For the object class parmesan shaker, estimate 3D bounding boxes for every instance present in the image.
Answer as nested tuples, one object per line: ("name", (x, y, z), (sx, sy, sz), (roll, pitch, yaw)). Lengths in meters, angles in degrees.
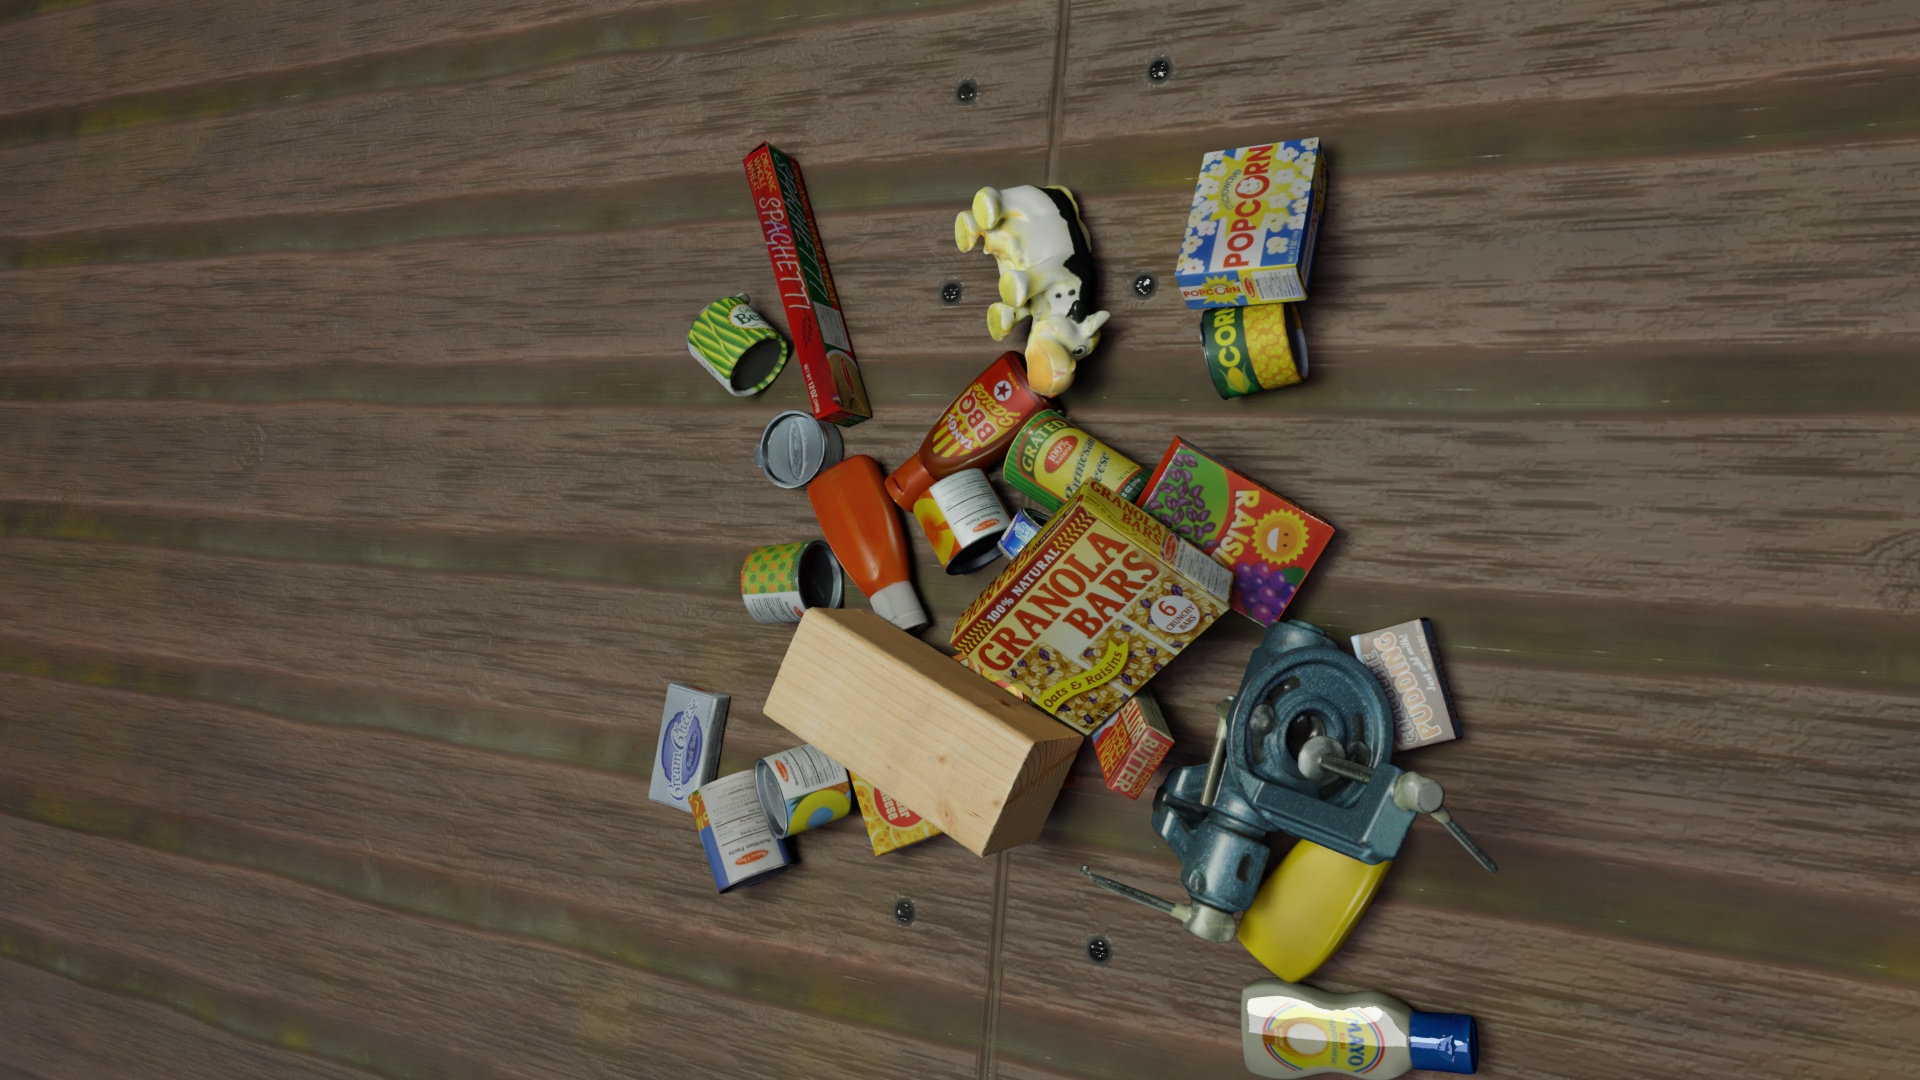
("parmesan shaker", (0.094, -0.046, 1.028), (0.103, 0.071, 0.071), (34, 101, 25))

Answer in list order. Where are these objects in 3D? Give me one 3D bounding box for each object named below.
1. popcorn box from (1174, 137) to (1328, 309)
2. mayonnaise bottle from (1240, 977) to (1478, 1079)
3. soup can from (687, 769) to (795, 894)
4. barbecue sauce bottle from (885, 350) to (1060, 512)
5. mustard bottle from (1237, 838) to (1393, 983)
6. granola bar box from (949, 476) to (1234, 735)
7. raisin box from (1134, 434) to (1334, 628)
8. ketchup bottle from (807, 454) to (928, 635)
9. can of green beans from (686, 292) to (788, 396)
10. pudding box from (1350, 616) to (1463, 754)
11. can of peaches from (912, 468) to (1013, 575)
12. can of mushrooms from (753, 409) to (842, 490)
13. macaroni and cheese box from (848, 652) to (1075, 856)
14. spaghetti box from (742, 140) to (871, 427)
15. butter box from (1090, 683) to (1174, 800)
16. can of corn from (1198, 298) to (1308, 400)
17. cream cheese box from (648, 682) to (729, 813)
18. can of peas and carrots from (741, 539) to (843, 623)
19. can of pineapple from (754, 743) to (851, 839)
("popcorn box", (0.204, -0.220, 0.968), (0.085, 0.038, 0.127), (-1, 54, 28))
("mayonnaise bottle", (0.263, 0.327, 0.920), (0.148, 0.041, 0.065), (-5, 84, 28))
("soup can", (-0.181, 0.241, 1.147), (0.071, 0.071, 0.084), (-29, 72, 23))
("barbecue sauce bottle", (0.006, -0.080, 1.088), (0.148, 0.043, 0.065), (-39, 65, 20))
("mustard bottle", (0.253, 0.220, 0.930), (0.065, 0.049, 0.160), (40, 103, 23))
("granola bar box", (0.088, 0.050, 0.960), (0.124, 0.039, 0.164), (34, 128, -9))
("raisin box", (0.182, -0.005, 0.962), (0.123, 0.040, 0.086), (29, 101, -3))
("ketchup bottle", (-0.070, 0.008, 1.120), (0.064, 0.043, 0.149), (-31, 73, 23))
("can of green beans", (-0.190, -0.165, 1.184), (0.058, 0.071, 0.071), (43, 105, 23))
("pudding box", (0.298, 0.097, 0.928), (0.049, 0.030, 0.084), (-18, 77, 26))
("can of peaches", (0.004, -0.013, 1.072), (0.071, 0.071, 0.058), (-36, 71, 20))
("can of mushrooms", (-0.136, -0.075, 1.167), (0.071, 0.033, 0.071), (-2, 85, 27))
("macaroni and cheese box", (-0.009, 0.160, 1.076), (0.166, 0.040, 0.124), (-26, 75, 23))
("spaghetti box", (-0.130, -0.215, 1.167), (0.028, 0.050, 0.250), (-23, 75, 23))
("butter box", (0.119, 0.137, 0.980), (0.024, 0.104, 0.053), (30, 103, -10))
("can of corn", (0.206, -0.138, 0.973), (0.058, 0.071, 0.071), (-11, 81, 26))
("cream cheese box", (-0.234, 0.179, 1.201), (0.053, 0.024, 0.103), (10, 90, 28))
("can of peas and carrots", (-0.137, 0.033, 1.142), (0.058, 0.071, 0.071), (-6, 83, 28))
("can of pineapple", (-0.126, 0.199, 1.111), (0.071, 0.058, 0.070), (39, 136, 52))
